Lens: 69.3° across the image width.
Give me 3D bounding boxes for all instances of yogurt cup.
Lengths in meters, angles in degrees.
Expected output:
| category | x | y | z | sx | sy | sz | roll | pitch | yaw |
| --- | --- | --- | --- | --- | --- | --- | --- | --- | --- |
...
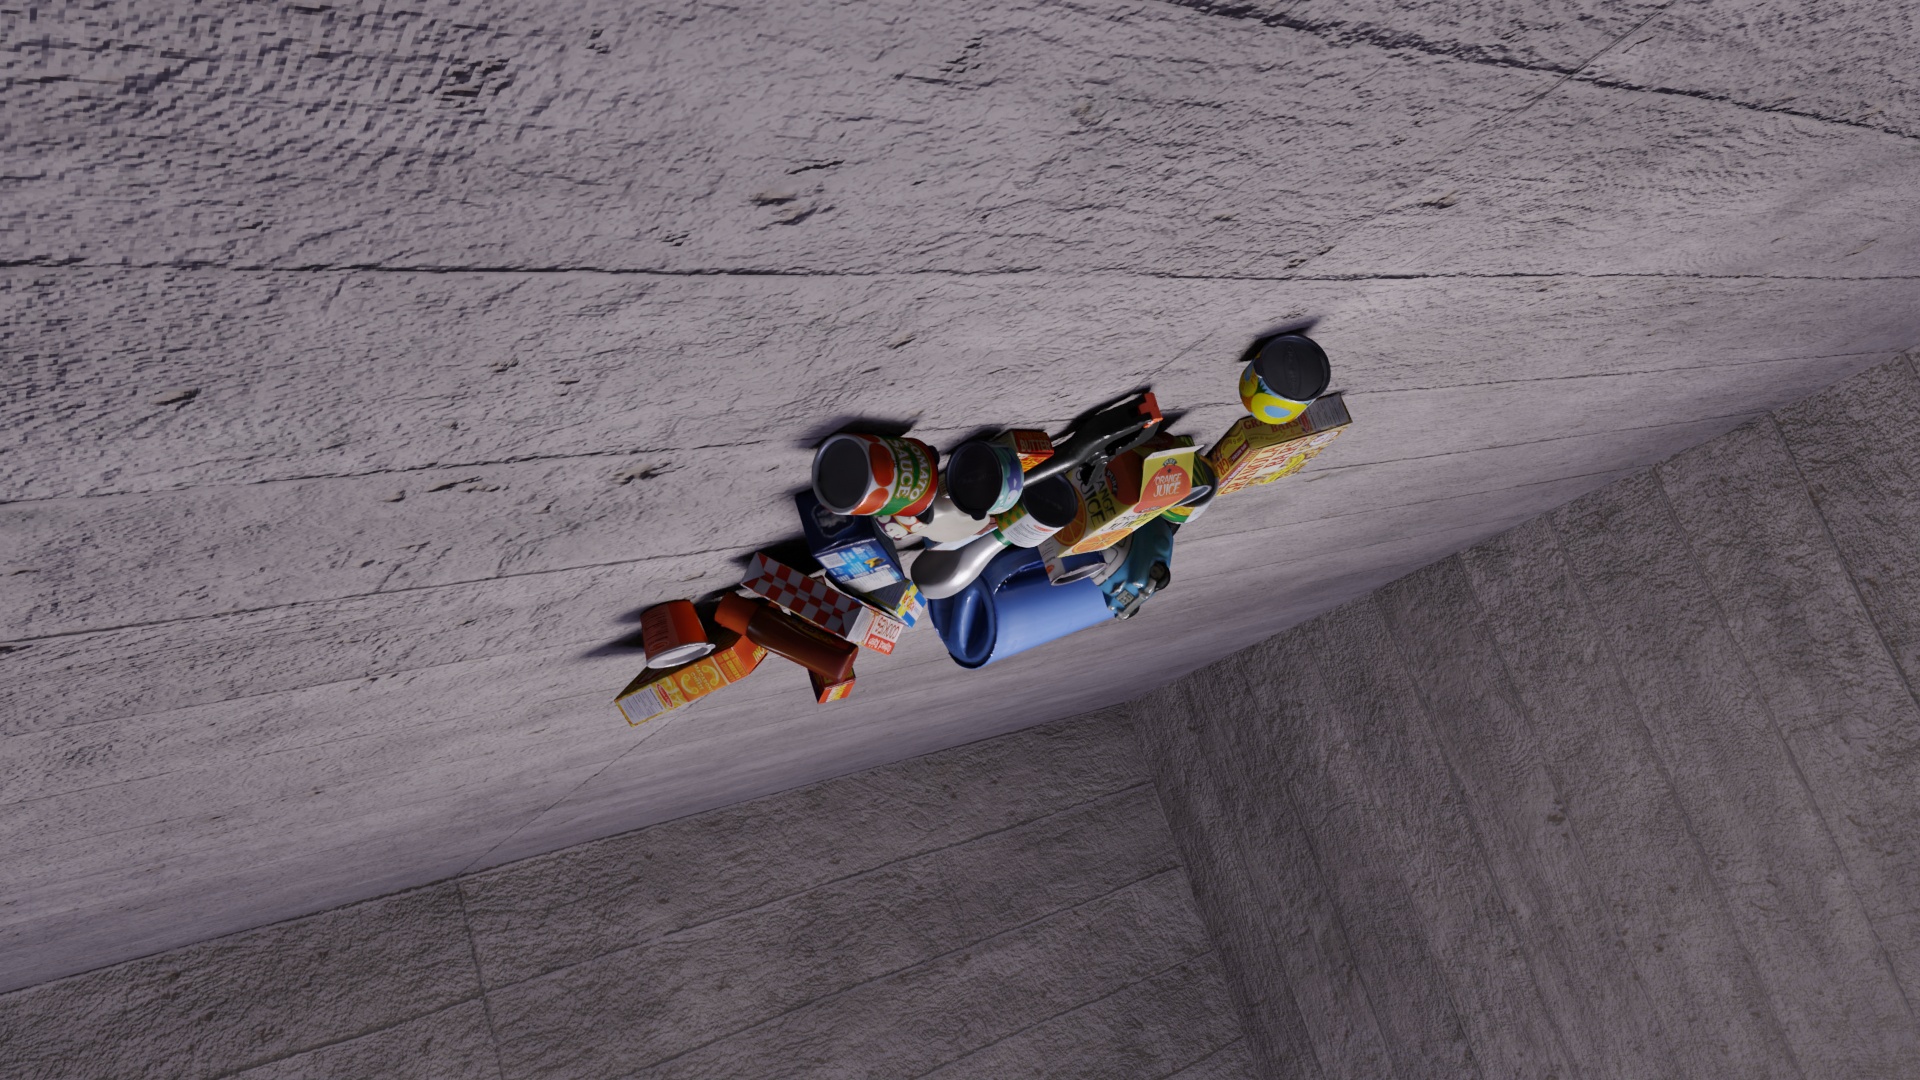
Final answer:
| category | x | y | z | sx | sy | sz | roll | pitch | yaw |
| --- | --- | --- | --- | --- | --- | --- | --- | --- | --- |
| yogurt cup | -0.296 | 0.096 | 1.430 | 0.072 | 0.054 | 0.072 | -18 | 166 | -4 |

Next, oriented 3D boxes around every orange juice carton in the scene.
| category | x | y | z | sx | sy | sz | roll | pitch | yaw |
| --- | --- | --- | --- | --- | --- | --- | --- | --- | --- |
| orange juice carton | 0.165 | -0.054 | 1.417 | 0.072 | 0.073 | 0.192 | -9 | 163 | -34 |

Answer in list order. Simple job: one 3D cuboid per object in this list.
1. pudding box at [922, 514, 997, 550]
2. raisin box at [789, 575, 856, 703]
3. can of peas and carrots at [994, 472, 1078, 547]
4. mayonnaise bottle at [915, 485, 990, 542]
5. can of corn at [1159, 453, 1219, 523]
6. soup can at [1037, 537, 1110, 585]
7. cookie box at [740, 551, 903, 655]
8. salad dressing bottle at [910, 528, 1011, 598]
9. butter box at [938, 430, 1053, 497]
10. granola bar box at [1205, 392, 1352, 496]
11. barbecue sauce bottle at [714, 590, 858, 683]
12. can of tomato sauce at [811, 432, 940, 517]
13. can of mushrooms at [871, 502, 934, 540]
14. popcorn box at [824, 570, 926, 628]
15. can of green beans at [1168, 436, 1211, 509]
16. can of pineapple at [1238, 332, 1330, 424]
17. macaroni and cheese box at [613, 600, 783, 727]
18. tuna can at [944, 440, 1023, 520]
| category | x | y | z | sx | sy | sz | roll | pitch | yaw |
| --- | --- | --- | --- | --- | --- | --- | --- | --- | --- |
| pudding box | 0.005 | -0.018 | 1.436 | 0.083 | 0.030 | 0.050 | -28 | 163 | 34 |
| raisin box | -0.154 | 0.111 | 1.534 | 0.040 | 0.123 | 0.085 | -14 | 165 | -16 |
| can of peas and carrots | 0.075 | -0.035 | 1.392 | 0.071 | 0.071 | 0.058 | -10 | 164 | -33 |
| mayonnaise bottle | -0.027 | -0.029 | 1.330 | 0.064 | 0.041 | 0.148 | -25 | 164 | 20 |
| can of corn | 0.244 | -0.059 | 1.525 | 0.071 | 0.071 | 0.058 | -17 | 165 | -8 |
| soup can | 0.120 | -0.001 | 1.544 | 0.071 | 0.084 | 0.071 | -18 | 167 | -4 |
| cookie box | -0.136 | 0.067 | 1.404 | 0.040 | 0.123 | 0.167 | -63 | 166 | -4 |
| salad dressing bottle | 0.014 | 0.009 | 1.498 | 0.147 | 0.064 | 0.044 | -33 | 139 | 24 |
| butter box | 0.031 | -0.069 | 1.279 | 0.103 | 0.024 | 0.053 | -29 | 162 | 37 |
| granola bar box | 0.342 | -0.101 | 1.540 | 0.124 | 0.039 | 0.165 | -15 | 166 | -13 |
| barbecue sauce bottle | -0.181 | 0.099 | 1.439 | 0.148 | 0.043 | 0.065 | 24 | -178 | 4 |
| can of tomato sauce | -0.067 | -0.053 | 1.118 | 0.071 | 0.071 | 0.083 | -28 | 163 | 34 |
| can of mushrooms | -0.054 | -0.037 | 1.205 | 0.033 | 0.071 | 0.071 | -24 | 165 | 23 |
| popcorn box | -0.088 | 0.051 | 1.467 | 0.038 | 0.085 | 0.126 | -62 | 169 | -8 |
| can of green beans | 0.223 | -0.070 | 1.460 | 0.071 | 0.058 | 0.071 | -18 | 167 | -4 |
| can of pineapple | 0.287 | -0.144 | 1.239 | 0.071 | 0.071 | 0.057 | -15 | 166 | -13 |
| macaroni and cheese box | -0.280 | 0.133 | 1.521 | 0.166 | 0.040 | 0.124 | -24 | -165 | 23 |
| tuna can | 0.022 | -0.053 | 1.229 | 0.071 | 0.071 | 0.033 | -29 | 164 | 37 |
